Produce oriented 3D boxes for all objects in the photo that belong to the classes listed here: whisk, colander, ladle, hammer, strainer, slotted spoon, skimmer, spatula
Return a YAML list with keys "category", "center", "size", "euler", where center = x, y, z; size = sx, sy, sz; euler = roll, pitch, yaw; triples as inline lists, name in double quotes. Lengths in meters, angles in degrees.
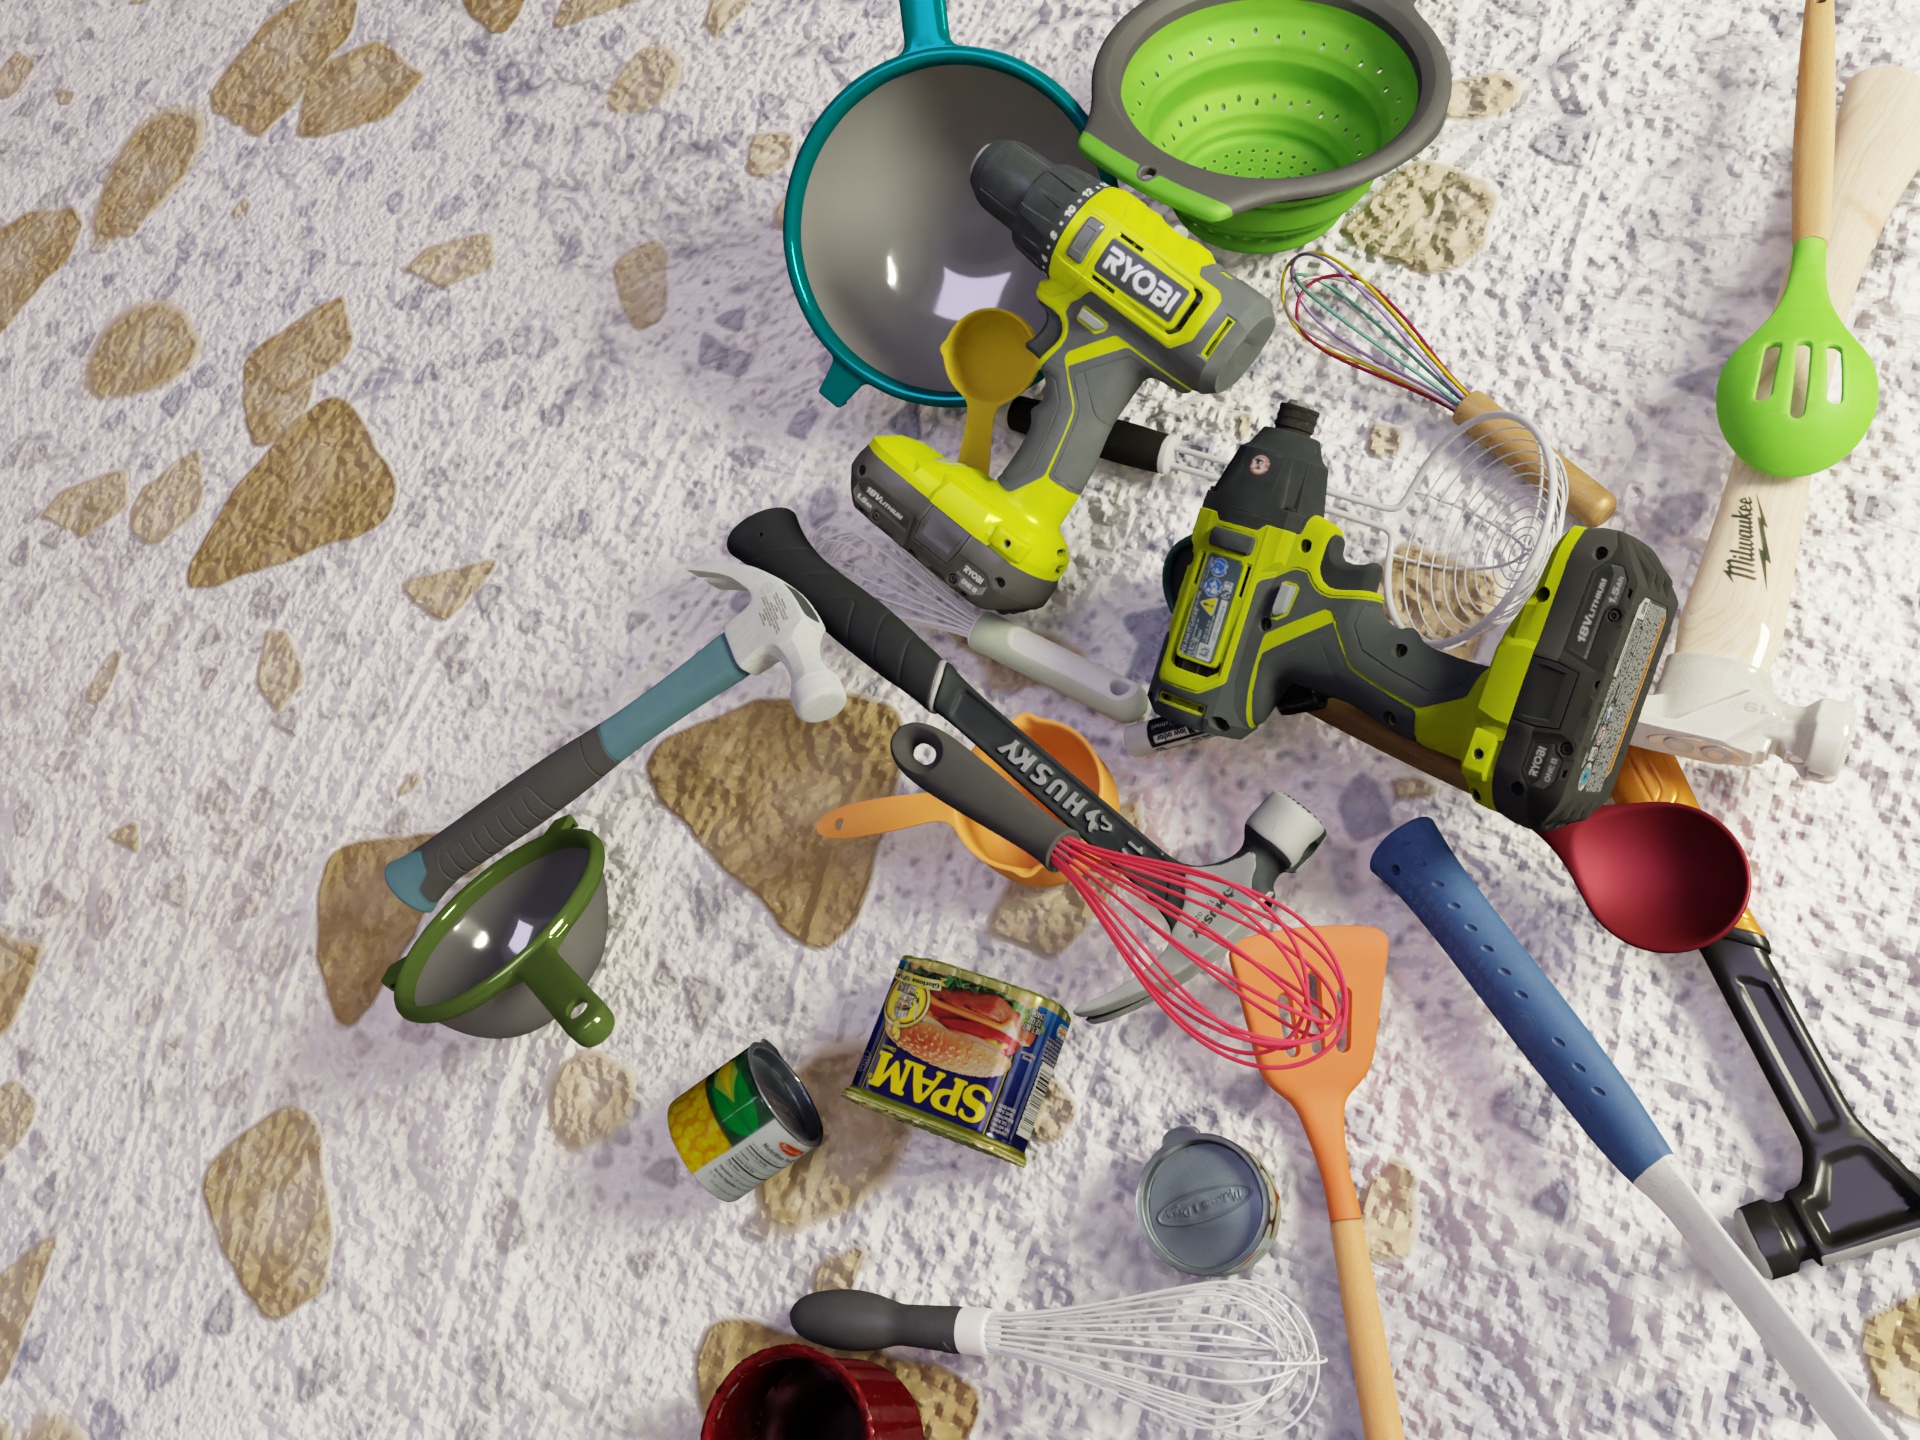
- category: "whisk"
  center: [0.037, 0.301, 0.777]
  size: [0.284, 0.070, 0.070]
  euler: [-6, 67, 26]
- category: "whisk"
  center: [0.063, 0.072, 0.761]
  size: [0.296, 0.073, 0.073]
  euler: [33, 84, 39]
- category: "colander"
  center: [0.237, -0.402, 0.977]
  size: [0.205, 0.094, 0.397]
  euler: [37, 69, 24]
- category: "ladle"
  center: [0.244, 0.023, 0.799]
  size: [0.316, 0.031, 0.069]
  euler: [32, 93, 40]
- category: "hammer"
  center: [-0.001, -0.003, 0.873]
  size: [0.149, 0.036, 0.409]
  euler: [-49, 58, -1]
- category: "hammer"
  center: [0.356, 0.075, 0.747]
  size: [0.127, 0.034, 0.337]
  euler: [-25, 61, 13]
- category: "whisk"
  center: [0.268, -0.187, 0.896]
  size: [0.245, 0.051, 0.047]
  euler: [48, 113, 27]
- category: "strainer"
  center: [-0.007, -0.369, 0.993]
  size: [0.211, 0.095, 0.340]
  euler: [-5, 101, 13]
- category: "slotted spoon"
  center: [0.431, -0.261, 0.809]
  size: [0.070, 0.031, 0.314]
  euler: [6, 65, 22]
- category: "hammer"
  center: [-0.219, 0.021, 0.949]
  size: [0.331, 0.033, 0.128]
  euler: [-33, 60, 17]
- category: "skimmer"
  center: [0.158, -0.140, 0.888]
  size: [0.363, 0.090, 0.127]
  euler: [22, 98, 30]
- category: "strainer"
  center: [-0.232, 0.148, 0.910]
  size: [0.151, 0.069, 0.256]
  euler: [-43, 29, -16]
- category: "hammer"
  center: [0.410, -0.168, 0.805]
  size: [0.146, 0.038, 0.411]
  euler: [15, 70, 26]
- category: "whisk"
  center: [0.006, -0.058, 0.947]
  size: [0.246, 0.059, 0.058]
  euler: [28, 54, 26]
- category: "spatula"
  center: [0.186, 0.257, 0.739]
  size: [0.081, 0.041, 0.323]
  euler: [-4, 67, -5]
- category: "hammer"
  center: [0.309, 0.199, 0.683]
  size: [0.035, 0.144, 0.406]
  euler: [-9, 49, -27]

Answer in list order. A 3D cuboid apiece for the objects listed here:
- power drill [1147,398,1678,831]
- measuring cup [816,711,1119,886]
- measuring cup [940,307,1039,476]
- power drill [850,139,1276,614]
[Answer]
- category: "power drill"
  center: [0.209, -0.053, 0.761]
  size: [0.223, 0.080, 0.171]
  euler: [23, 100, 35]
- category: "measuring cup"
  center: [0.006, 0.055, 0.896]
  size: [0.173, 0.052, 0.095]
  euler: [-10, 65, 22]
- category: "measuring cup"
  center: [0.013, -0.174, 0.974]
  size: [0.062, 0.029, 0.156]
  euler: [12, 110, 9]
- category: "power drill"
  center: [0.039, -0.194, 0.900]
  size: [0.191, 0.080, 0.228]
  euler: [40, 109, 14]
